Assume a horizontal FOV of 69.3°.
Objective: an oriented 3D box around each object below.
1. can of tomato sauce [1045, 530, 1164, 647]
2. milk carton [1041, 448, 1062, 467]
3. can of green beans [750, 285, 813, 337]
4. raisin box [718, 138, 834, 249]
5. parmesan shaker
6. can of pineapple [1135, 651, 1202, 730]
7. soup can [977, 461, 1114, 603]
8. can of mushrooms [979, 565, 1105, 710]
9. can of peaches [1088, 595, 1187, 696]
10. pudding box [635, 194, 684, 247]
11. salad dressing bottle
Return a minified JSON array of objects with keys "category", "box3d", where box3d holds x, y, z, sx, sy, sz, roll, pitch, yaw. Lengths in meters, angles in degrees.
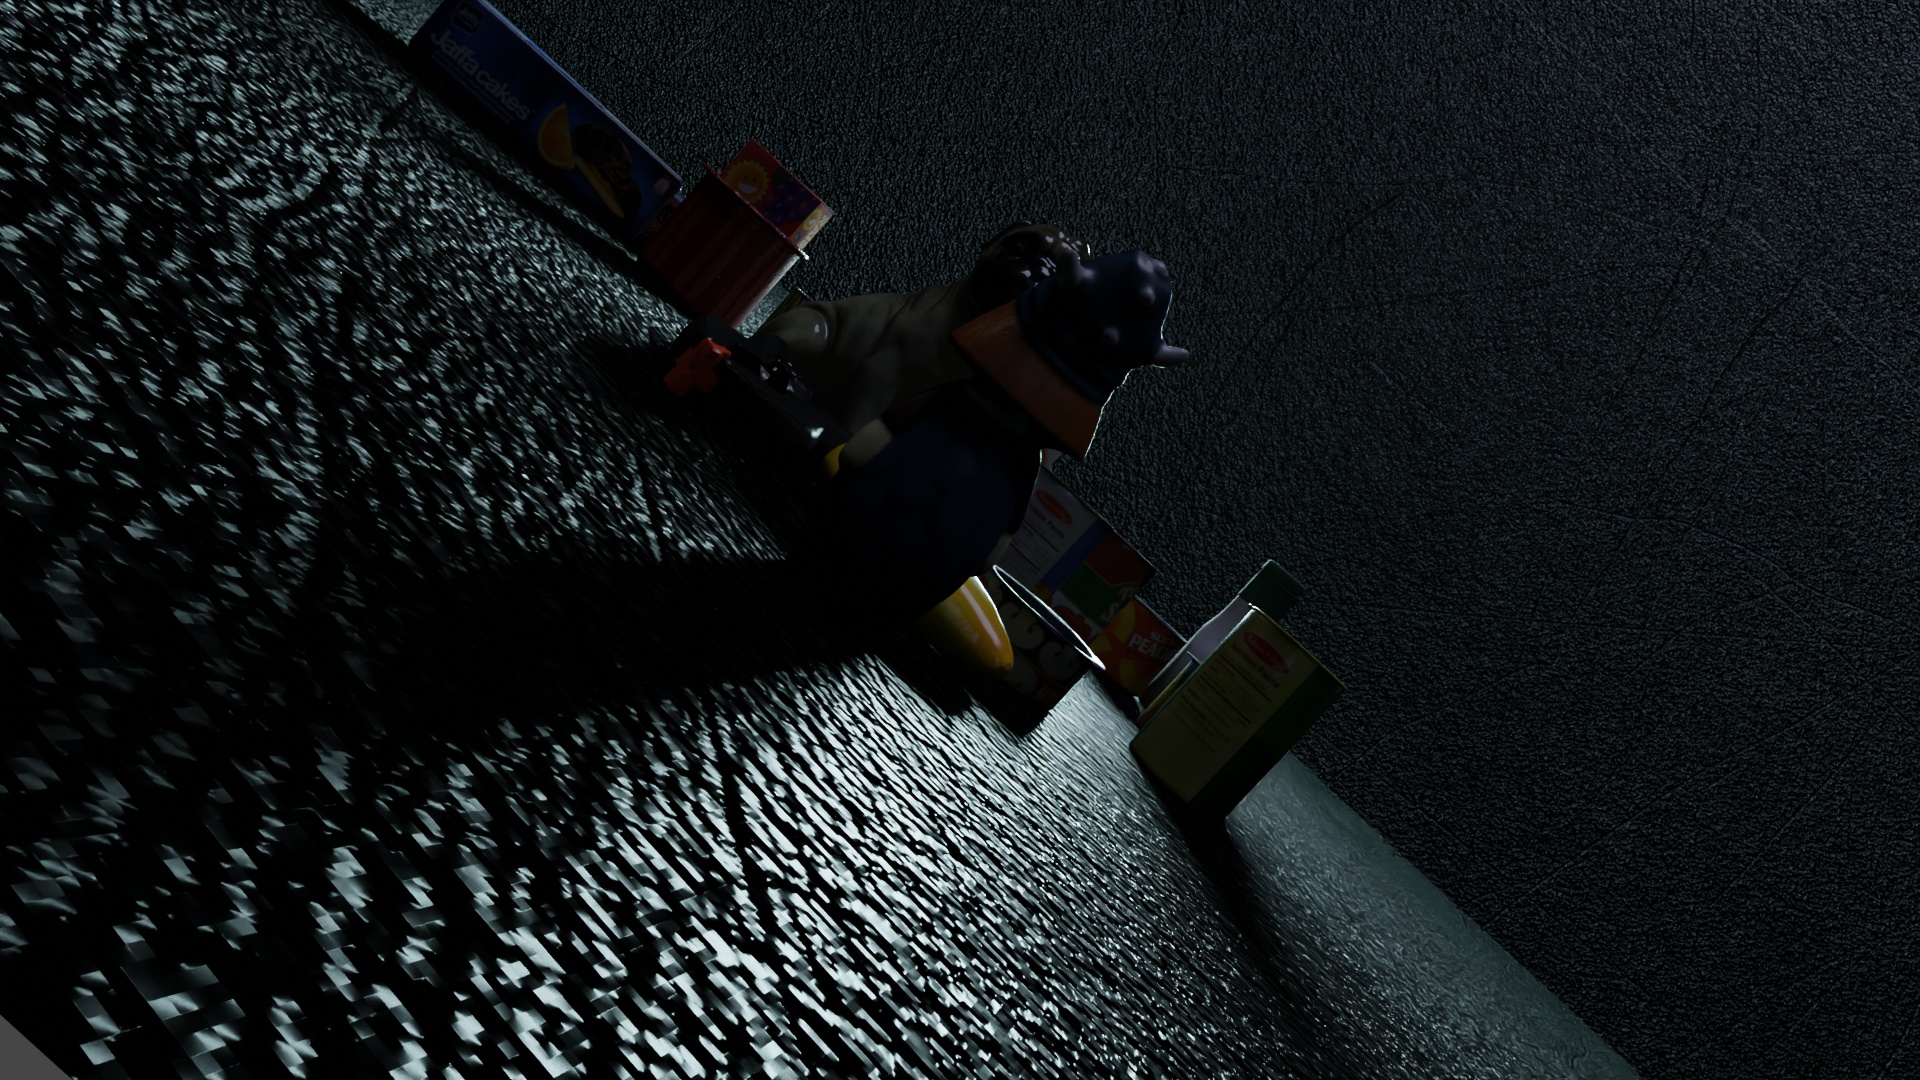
[{"category":"can of tomato sauce","box3d":[0.078,0.029,0.904,0.071,0.083,0.071,42,4,-3]},{"category":"milk carton","box3d":[0.044,-0.092,1.073,0.073,0.190,0.072,42,4,-12]},{"category":"can of green beans","box3d":[-0.126,-0.161,1.117,0.071,0.058,0.071,42,4,-3]},{"category":"raisin box","box3d":[-0.179,-0.257,1.154,0.086,0.123,0.040,43,4,10]},{"category":"parmesan shaker","box3d":[0.148,0.094,0.755,0.071,0.103,0.071,42,4,-4]},{"category":"can of pineapple","box3d":[0.153,0.116,0.885,0.071,0.058,0.071,42,4,-3]},{"category":"soup can","box3d":[0.041,0.002,0.835,0.071,0.083,0.071,42,4,-3]},{"category":"can of mushrooms","box3d":[0.030,0.046,0.638,0.071,0.033,0.071,42,4,-3]},{"category":"can of peaches","box3d":[0.128,0.077,1.046,0.071,0.058,0.071,42,4,-3]},{"category":"pudding box","box3d":[-0.210,-0.228,1.088,0.084,0.049,0.030,43,4,8]},{"category":"salad dressing bottle","box3d":[0.200,0.080,1.060,0.044,0.147,0.064,44,4,22]}]
